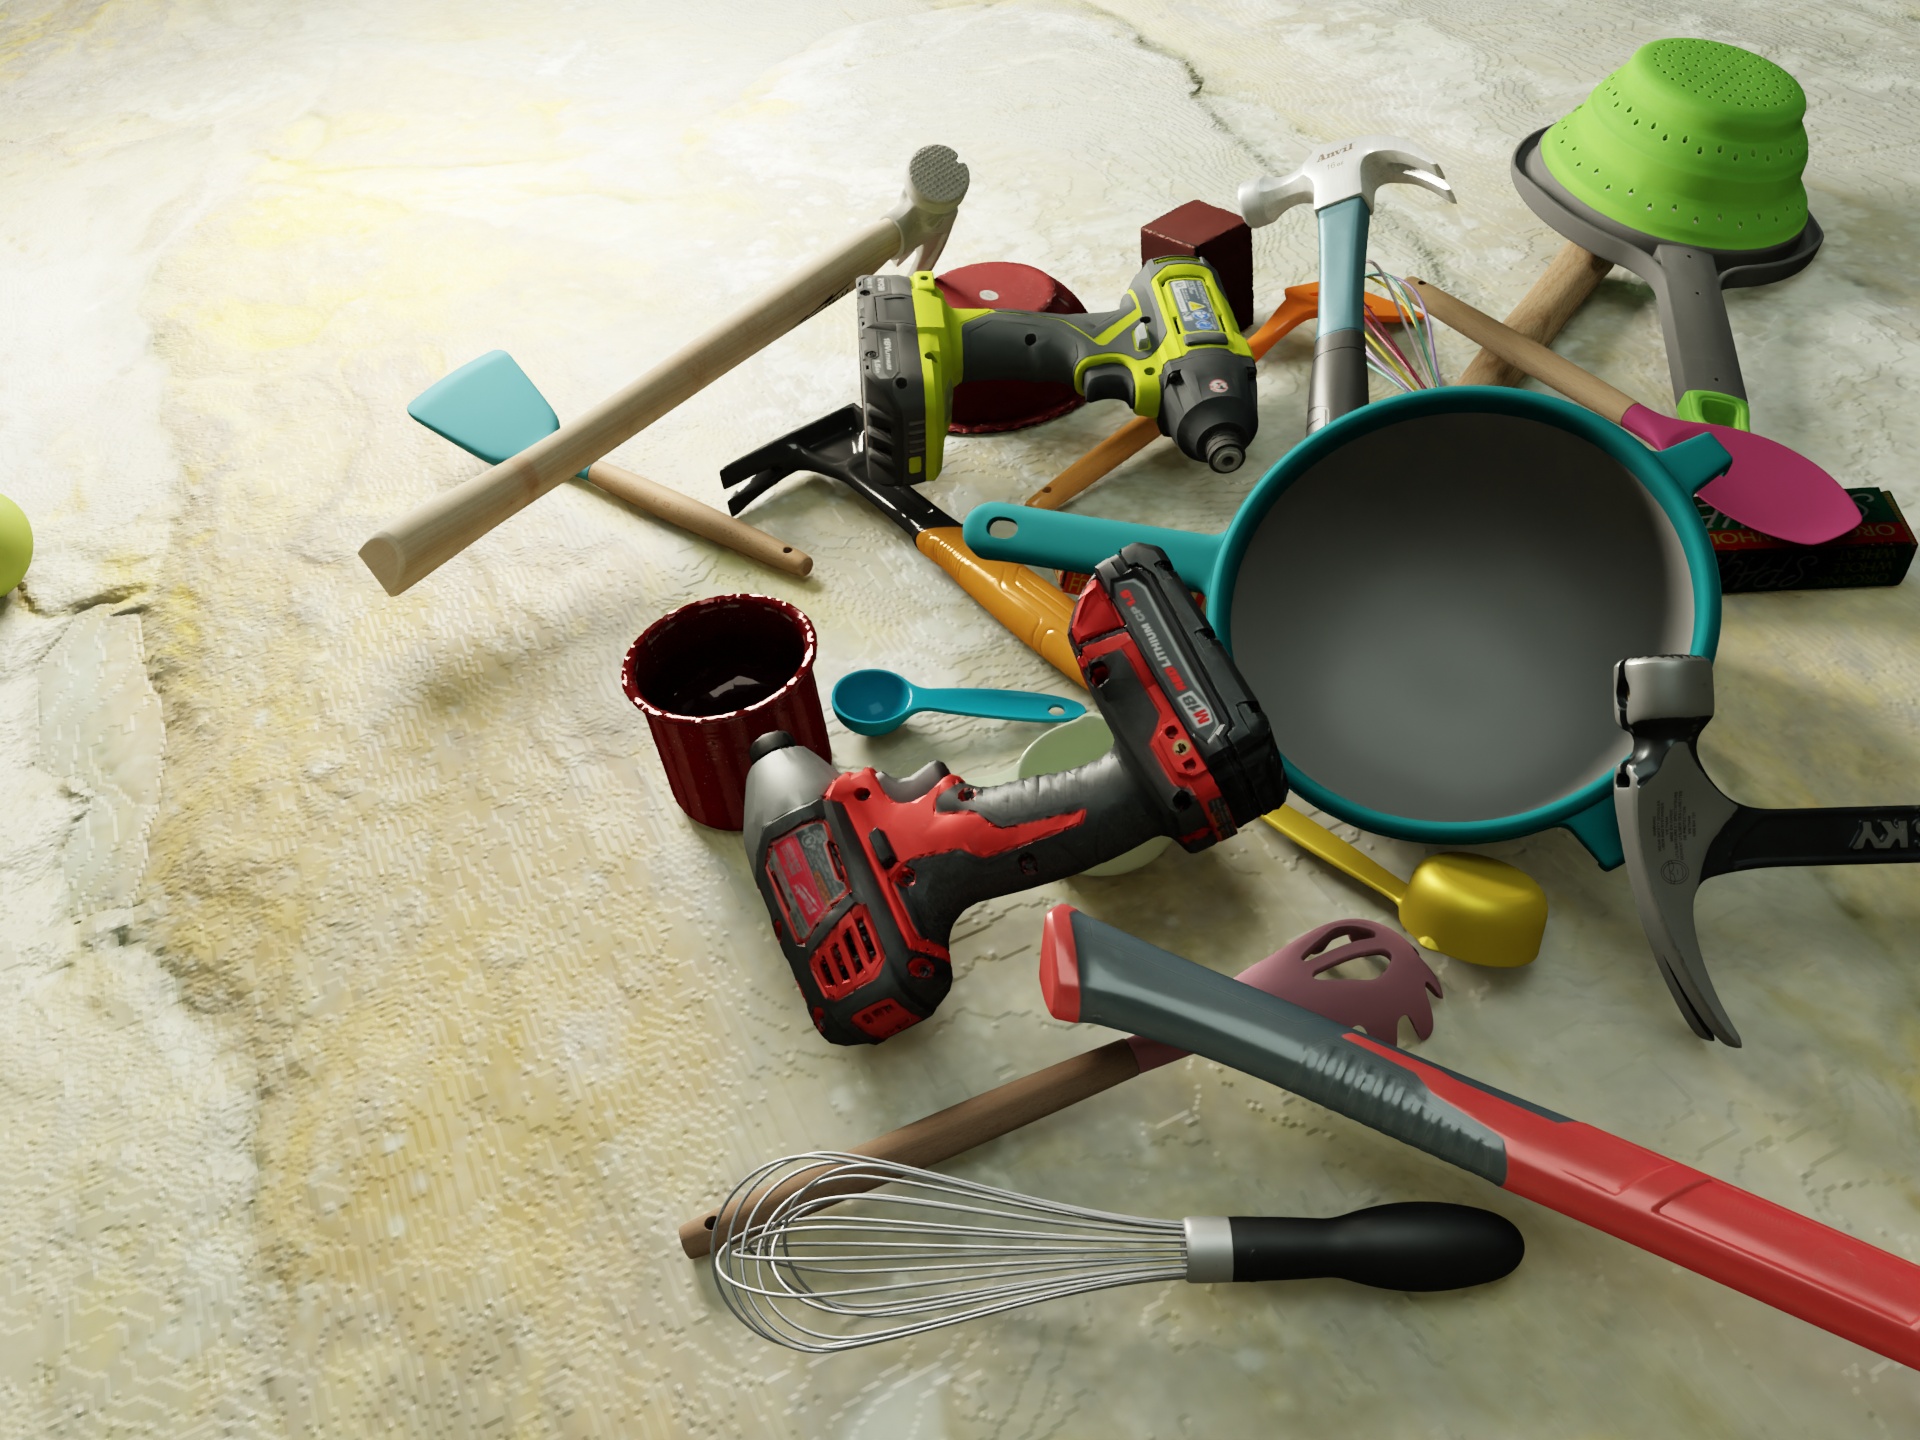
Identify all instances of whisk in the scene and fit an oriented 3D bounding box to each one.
[{"bbox_3d":[0.054,0.187,0.557,0.284,0.070,0.070,-1,43,1],"label":"whisk"},{"bbox_3d":[0.254,-0.186,0.887,0.051,0.047,0.245,-41,39,27],"label":"whisk"}]

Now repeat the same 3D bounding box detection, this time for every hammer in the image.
[{"bbox_3d":[0.207,0.141,0.554,0.386,0.038,0.143,21,41,23],"label":"hammer"},{"bbox_3d":[-0.001,-0.087,0.876,0.127,0.034,0.337,-29,46,-22],"label":"hammer"},{"bbox_3d":[0.458,0.047,0.615,0.409,0.036,0.149,-1,87,-2],"label":"hammer"},{"bbox_3d":[0.209,-0.198,0.881,0.128,0.033,0.331,-12,56,34],"label":"hammer"},{"bbox_3d":[-0.170,-0.199,0.948,0.410,0.146,0.038,-37,90,-14],"label":"hammer"},{"bbox_3d":[0.321,-0.207,0.953,0.130,0.031,0.331,22,50,30],"label":"hammer"}]

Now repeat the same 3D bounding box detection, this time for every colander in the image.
[{"bbox_3d":[0.458,-0.318,0.977,0.204,0.094,0.397,12,48,3],"label":"colander"}]

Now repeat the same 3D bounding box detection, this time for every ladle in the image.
[{"bbox_3d":[-0.705,-0.041,0.935,0.320,0.062,0.078,-33,47,-21],"label":"ladle"}]

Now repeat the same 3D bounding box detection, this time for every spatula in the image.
[{"bbox_3d":[-0.211,-0.153,0.978,0.318,0.044,0.082,26,54,31],"label":"spatula"},{"bbox_3d":[0.161,-0.206,0.988,0.322,0.041,0.081,-37,50,-22],"label":"spatula"}]

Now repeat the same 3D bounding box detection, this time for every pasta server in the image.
[{"bbox_3d":[0.043,0.146,0.623,0.316,0.040,0.060,-21,43,-7],"label":"pasta server"}]

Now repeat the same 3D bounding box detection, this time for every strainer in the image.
[{"bbox_3d":[0.167,-0.050,0.745,0.340,0.095,0.211,13,76,24],"label":"strainer"}]

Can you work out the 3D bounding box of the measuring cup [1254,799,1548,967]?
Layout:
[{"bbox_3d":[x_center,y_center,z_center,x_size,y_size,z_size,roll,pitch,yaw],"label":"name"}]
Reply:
[{"bbox_3d":[0.181,0.055,0.683,0.062,0.029,0.157,-9,30,-39],"label":"measuring cup"}]

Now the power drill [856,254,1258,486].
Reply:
[{"bbox_3d":[0.055,-0.198,0.915,0.223,0.080,0.171,-4,47,-4],"label":"power drill"}]

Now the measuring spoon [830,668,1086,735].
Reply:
[{"bbox_3d":[-0.001,-0.003,0.803,0.128,0.021,0.042,4,42,1],"label":"measuring spoon"}]

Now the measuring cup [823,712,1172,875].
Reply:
[{"bbox_3d":[0.020,0.044,0.730,0.167,0.038,0.083,-9,42,4],"label":"measuring cup"}]

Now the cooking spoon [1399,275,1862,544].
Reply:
[{"bbox_3d":[0.352,-0.180,0.880,0.069,0.017,0.319,-23,45,-17],"label":"cooking spoon"}]

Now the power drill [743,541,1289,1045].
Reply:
[{"bbox_3d":[0.013,0.027,0.668,0.219,0.078,0.143,-30,62,4],"label":"power drill"}]
